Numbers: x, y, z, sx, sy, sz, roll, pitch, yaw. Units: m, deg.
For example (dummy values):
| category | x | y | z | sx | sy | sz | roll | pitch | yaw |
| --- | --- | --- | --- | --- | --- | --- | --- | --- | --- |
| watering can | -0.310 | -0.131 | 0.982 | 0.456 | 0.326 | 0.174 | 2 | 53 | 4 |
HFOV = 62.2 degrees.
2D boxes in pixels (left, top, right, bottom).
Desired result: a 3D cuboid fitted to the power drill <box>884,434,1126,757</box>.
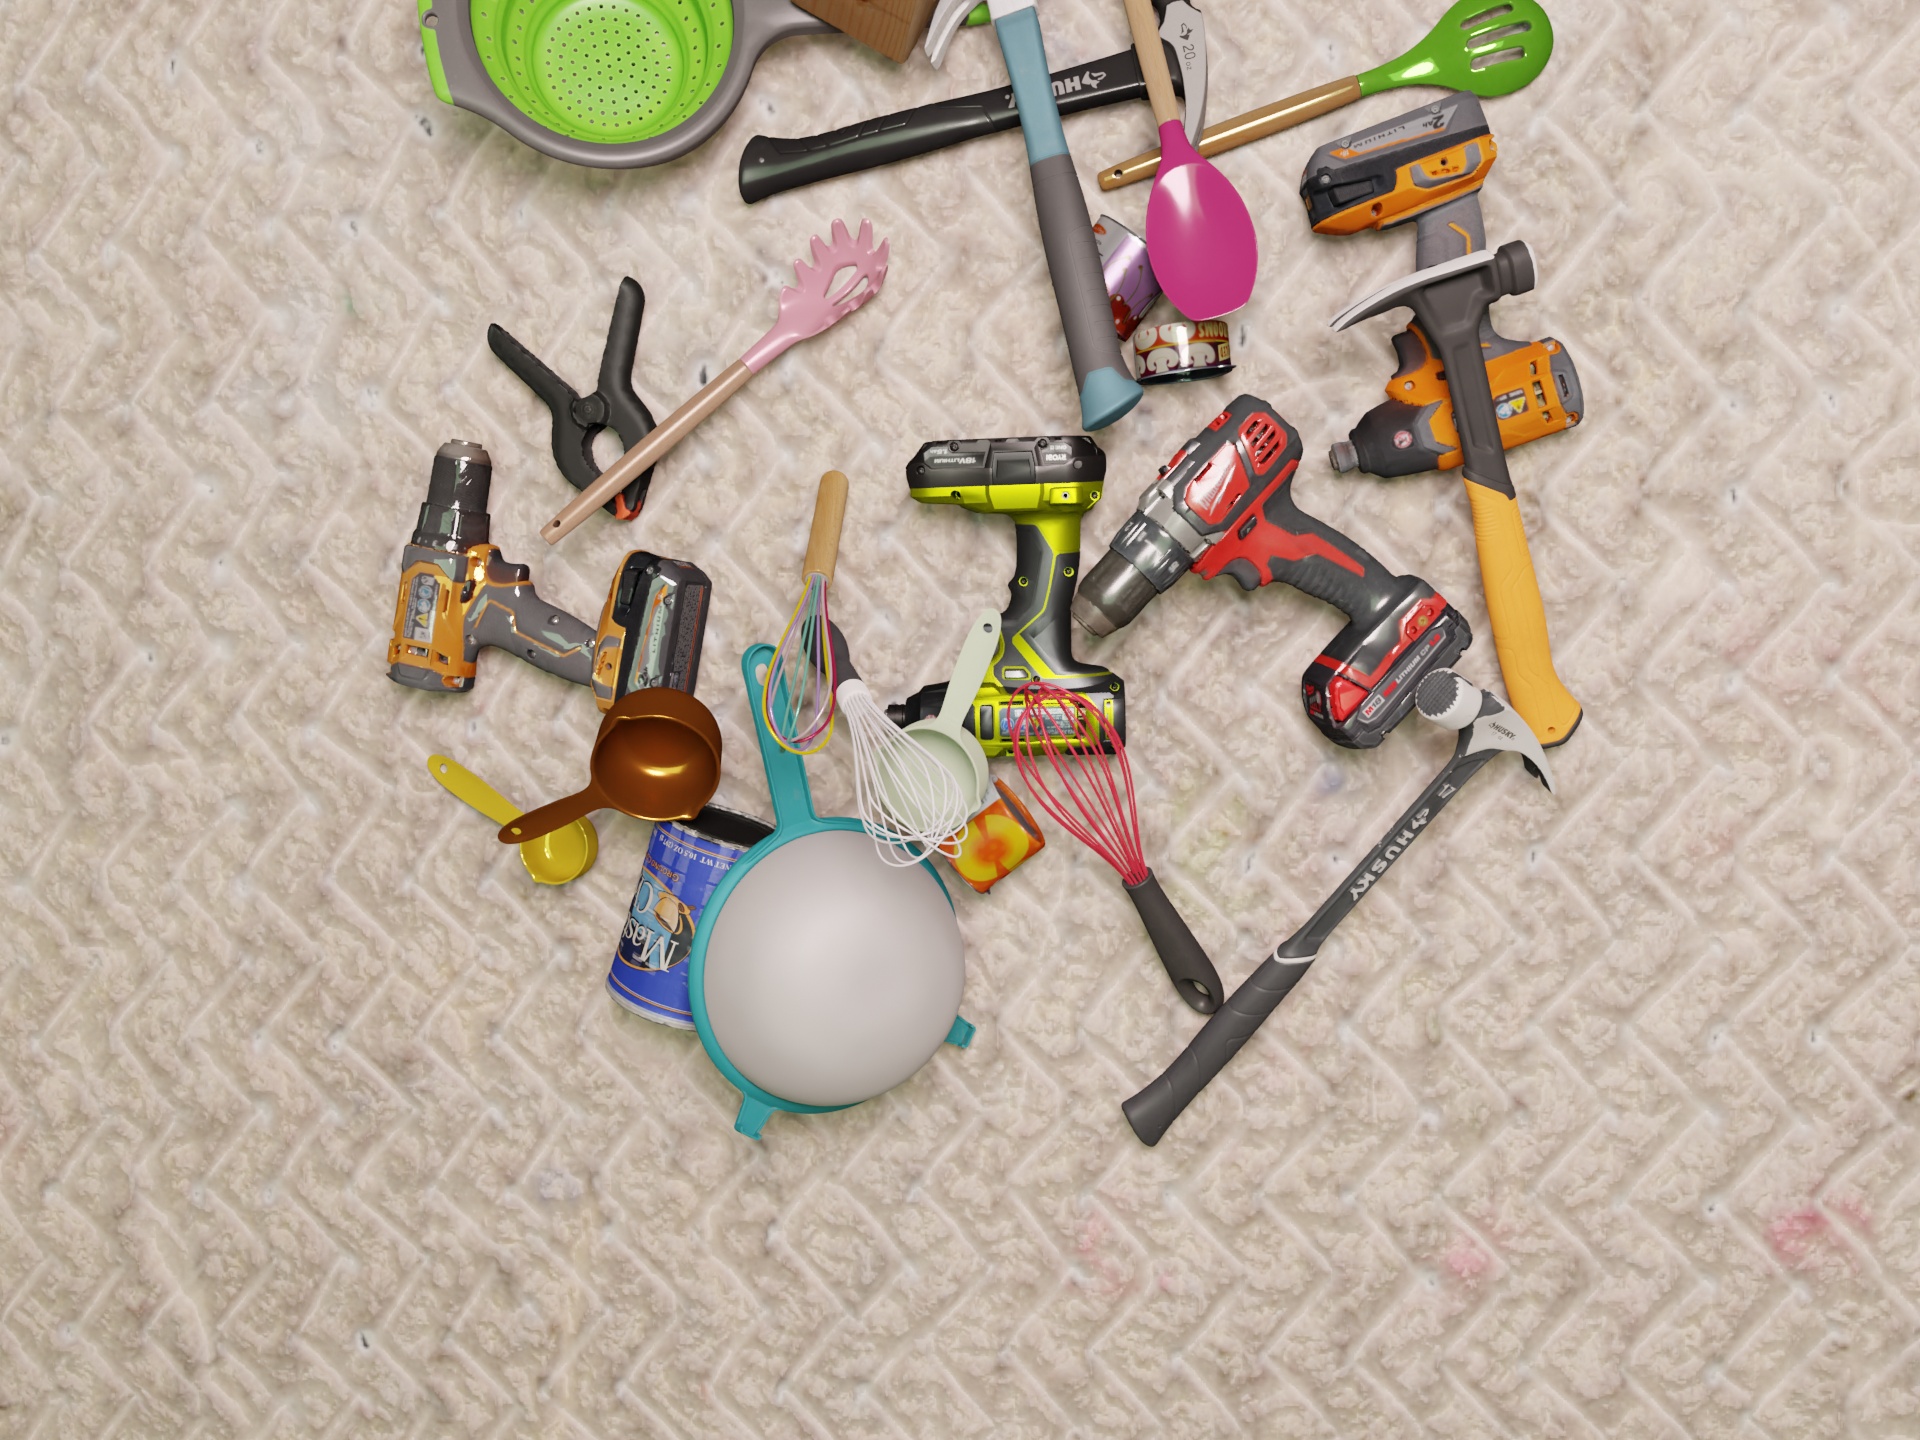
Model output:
| category | x | y | z | sx | sy | sz | roll | pitch | yaw |
| --- | --- | --- | --- | --- | --- | --- | --- | --- | --- |
| power drill | 0.028 | -0.085 | 1.114 | 0.171 | 0.080 | 0.223 | -1 | 99 | 7 |

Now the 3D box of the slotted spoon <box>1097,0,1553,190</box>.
| category | x | y | z | sx | sy | sz | roll | pitch | yaw |
| --- | --- | --- | --- | --- | --- | --- | --- | --- | --- |
| slotted spoon | 0.244 | -0.417 | 1.074 | 0.314 | 0.031 | 0.070 | -17 | 93 | 10 |

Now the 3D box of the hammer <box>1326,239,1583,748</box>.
| category | x | y | z | sx | sy | sz | roll | pitch | yaw |
| --- | --- | --- | --- | --- | --- | --- | --- | --- | --- |
| hammer | 0.343 | -0.130 | 1.040 | 0.127 | 0.034 | 0.336 | -18 | 110 | 8 |

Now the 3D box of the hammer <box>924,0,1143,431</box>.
| category | x | y | z | sx | sy | sz | roll | pitch | yaw |
| --- | --- | --- | --- | --- | --- | --- | --- | --- | --- |
| hammer | 0.063 | -0.354 | 1.043 | 0.128 | 0.033 | 0.331 | -14 | 85 | 12 |

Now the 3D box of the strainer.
| category | x | y | z | sx | sy | sz | roll | pitch | yaw |
| --- | --- | --- | --- | --- | --- | --- | --- | --- | --- |
| strainer | -0.085 | 0.114 | 1.078 | 0.211 | 0.095 | 0.340 | -18 | 103 | -28 |

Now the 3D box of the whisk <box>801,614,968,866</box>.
| category | x | y | z | sx | sy | sz | roll | pitch | yaw |
| --- | --- | --- | --- | --- | --- | --- | --- | --- | --- |
| whisk | -0.062 | 0.002 | 1.055 | 0.070 | 0.285 | 0.070 | -11 | 126 | -16 |

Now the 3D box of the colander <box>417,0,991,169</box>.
| category | x | y | z | sx | sy | sz | roll | pitch | yaw |
| --- | --- | --- | --- | --- | --- | --- | --- | --- | --- |
| colander | -0.163 | -0.476 | 1.100 | 0.397 | 0.094 | 0.204 | -7 | 91 | -10 |

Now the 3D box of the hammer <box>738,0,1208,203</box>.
| category | x | y | z | sx | sy | sz | roll | pitch | yaw |
| --- | --- | --- | --- | --- | --- | --- | --- | --- | --- |
| hammer | 0.006 | -0.410 | 1.095 | 0.335 | 0.035 | 0.146 | -11 | 84 | 11 |

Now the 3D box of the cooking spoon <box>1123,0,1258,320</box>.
| category | x | y | z | sx | sy | sz | roll | pitch | yaw |
| --- | --- | --- | --- | --- | --- | --- | --- | --- | --- |
| cooking spoon | 0.131 | -0.413 | 1.042 | 0.069 | 0.017 | 0.319 | -15 | 83 | 12 |

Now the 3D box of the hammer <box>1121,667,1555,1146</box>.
| category | x | y | z | sx | sy | sz | roll | pitch | yaw |
| --- | --- | --- | --- | --- | --- | --- | --- | --- | --- |
| hammer | 0.247 | 0.148 | 1.103 | 0.149 | 0.036 | 0.409 | 24 | 112 | -36 |

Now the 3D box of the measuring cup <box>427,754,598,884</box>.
| category | x | y | z | sx | sy | sz | roll | pitch | yaw |
| --- | --- | --- | --- | --- | --- | --- | --- | --- | --- |
| measuring cup | -0.340 | 0.068 | 1.209 | 0.156 | 0.029 | 0.062 | 32 | 99 | 15 |

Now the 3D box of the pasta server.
| category | x | y | z | sx | sy | sz | roll | pitch | yaw |
| --- | --- | --- | --- | --- | --- | --- | --- | --- | --- |
| pasta server | -0.172 | -0.233 | 1.111 | 0.316 | 0.040 | 0.060 | -42 | 76 | -5 |

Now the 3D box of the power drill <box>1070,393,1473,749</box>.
| category | x | y | z | sx | sy | sz | roll | pitch | yaw |
| --- | --- | --- | --- | --- | --- | --- | --- | --- | --- |
| power drill | 0.203 | -0.079 | 1.061 | 0.226 | 0.080 | 0.188 | 42 | 93 | -9 |

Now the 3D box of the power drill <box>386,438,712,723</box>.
| category | x | y | z | sx | sy | sz | roll | pitch | yaw |
| --- | --- | --- | --- | --- | --- | --- | --- | --- | --- |
| power drill | -0.301 | -0.098 | 1.157 | 0.226 | 0.084 | 0.185 | 11 | 96 | 11 |

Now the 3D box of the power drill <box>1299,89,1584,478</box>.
| category | x | y | z | sx | sy | sz | roll | pitch | yaw |
| --- | --- | --- | --- | --- | --- | --- | --- | --- | --- |
| power drill | 0.300 | -0.277 | 1.055 | 0.164 | 0.084 | 0.226 | -19 | 97 | 9 |

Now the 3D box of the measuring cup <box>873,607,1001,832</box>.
| category | x | y | z | sx | sy | sz | roll | pitch | yaw |
| --- | --- | --- | --- | --- | --- | --- | --- | --- | --- |
| measuring cup | -0.002 | -0.003 | 1.081 | 0.083 | 0.038 | 0.167 | 26 | 111 | 11 |

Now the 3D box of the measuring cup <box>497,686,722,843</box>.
| category | x | y | z | sx | sy | sz | roll | pitch | yaw |
| --- | --- | --- | --- | --- | --- | --- | --- | --- | --- |
| measuring cup | -0.245 | 0.037 | 1.104 | 0.173 | 0.052 | 0.095 | -24 | 121 | 14 |

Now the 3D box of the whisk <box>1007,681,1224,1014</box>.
| category | x | y | z | sx | sy | sz | roll | pitch | yaw |
| --- | --- | --- | --- | --- | --- | --- | --- | --- | --- |
| whisk | 0.114 | 0.094 | 1.096 | 0.073 | 0.073 | 0.295 | -27 | 113 | 9 |

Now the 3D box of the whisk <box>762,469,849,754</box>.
| category | x | y | z | sx | sy | sz | roll | pitch | yaw |
| --- | --- | --- | --- | --- | --- | --- | --- | --- | --- |
| whisk | -0.098 | -0.076 | 1.081 | 0.047 | 0.051 | 0.245 | 8 | 53 | -3 |
